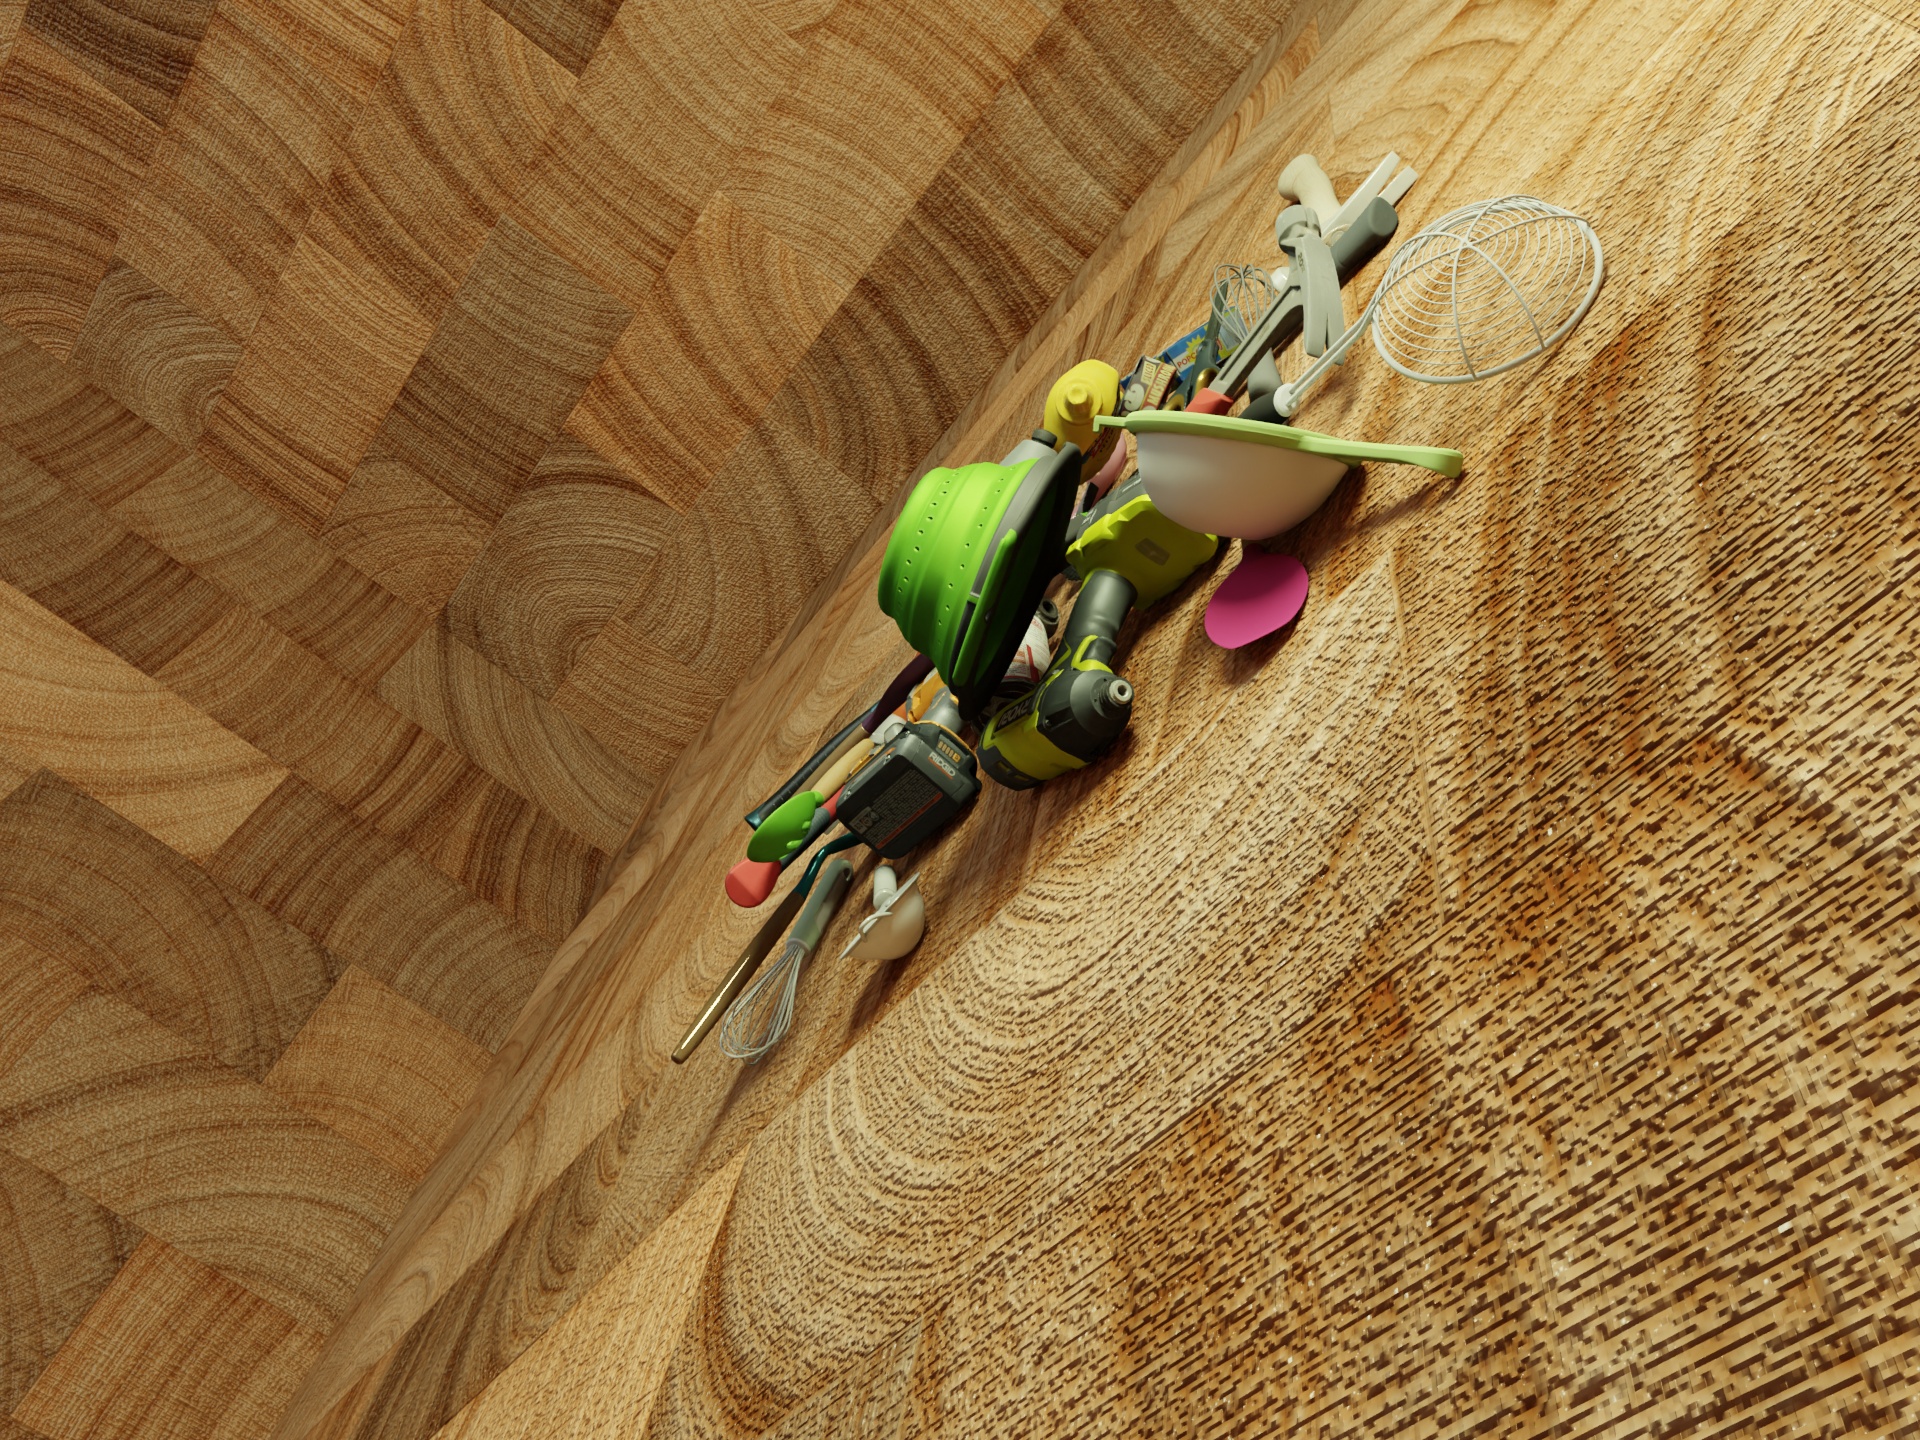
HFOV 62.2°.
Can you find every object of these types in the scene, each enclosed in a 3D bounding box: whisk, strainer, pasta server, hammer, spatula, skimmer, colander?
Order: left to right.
[{"bbox_3d":[-0.145,0.177,1.362,0.082,0.044,0.318,-35,14,51],"label":"spatula"},{"bbox_3d":[-0.145,0.206,1.400,0.059,0.057,0.246,-6,34,26],"label":"whisk"},{"bbox_3d":[-0.139,0.100,1.439,0.143,0.038,0.386,-44,1,19],"label":"hammer"},{"bbox_3d":[-0.106,0.024,1.521,0.316,0.018,0.059,-46,-21,24],"label":"spatula"},{"bbox_3d":[-0.093,0.002,1.579,0.331,0.033,0.128,-42,2,11],"label":"hammer"},{"bbox_3d":[-0.056,0.143,1.234,0.087,0.050,0.258,-47,6,3],"label":"strainer"},{"bbox_3d":[0.025,-0.129,1.183,0.397,0.094,0.204,-43,-26,-70],"label":"colander"},{"bbox_3d":[0.085,-0.167,1.580,0.316,0.040,0.060,-58,-6,-14],"label":"pasta server"},{"bbox_3d":[0.185,-0.225,1.249,0.359,0.036,0.149,127,149,-52],"label":"hammer"},{"bbox_3d":[0.227,-0.292,1.399,0.409,0.036,0.149,-46,13,30],"label":"hammer"},{"bbox_3d":[0.235,-0.299,1.271,0.055,0.055,0.239,-45,29,35],"label":"whisk"},{"bbox_3d":[0.199,-0.140,0.962,0.256,0.151,0.069,23,104,59],"label":"strainer"},{"bbox_3d":[0.351,-0.508,1.533,0.146,0.038,0.411,-46,14,25],"label":"hammer"},{"bbox_3d":[0.261,-0.216,1.019,0.127,0.090,0.363,-67,8,-17],"label":"skimmer"}]

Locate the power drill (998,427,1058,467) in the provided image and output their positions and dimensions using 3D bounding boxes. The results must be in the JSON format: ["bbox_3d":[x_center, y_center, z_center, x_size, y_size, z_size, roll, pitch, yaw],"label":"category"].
[{"bbox_3d":[0.050,-0.176,1.410,0.219,0.078,0.143,-3,-65,-87],"label":"power drill"}]

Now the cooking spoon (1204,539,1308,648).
[{"bbox_3d":[0.196,-0.121,1.063,0.069,0.017,0.319,-26,21,21],"label":"cooking spoon"}]

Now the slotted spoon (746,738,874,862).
[{"bbox_3d":[-0.114,0.058,1.341,0.070,0.031,0.314,-54,-1,17],"label":"slotted spoon"}]

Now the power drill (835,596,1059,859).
[{"bbox_3d":[-0.002,-0.004,1.362,0.185,0.084,0.226,-41,12,39],"label":"power drill"}]

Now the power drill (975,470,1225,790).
[{"bbox_3d":[0.105,-0.064,1.129,0.223,0.080,0.171,-63,14,-25],"label":"power drill"}]
